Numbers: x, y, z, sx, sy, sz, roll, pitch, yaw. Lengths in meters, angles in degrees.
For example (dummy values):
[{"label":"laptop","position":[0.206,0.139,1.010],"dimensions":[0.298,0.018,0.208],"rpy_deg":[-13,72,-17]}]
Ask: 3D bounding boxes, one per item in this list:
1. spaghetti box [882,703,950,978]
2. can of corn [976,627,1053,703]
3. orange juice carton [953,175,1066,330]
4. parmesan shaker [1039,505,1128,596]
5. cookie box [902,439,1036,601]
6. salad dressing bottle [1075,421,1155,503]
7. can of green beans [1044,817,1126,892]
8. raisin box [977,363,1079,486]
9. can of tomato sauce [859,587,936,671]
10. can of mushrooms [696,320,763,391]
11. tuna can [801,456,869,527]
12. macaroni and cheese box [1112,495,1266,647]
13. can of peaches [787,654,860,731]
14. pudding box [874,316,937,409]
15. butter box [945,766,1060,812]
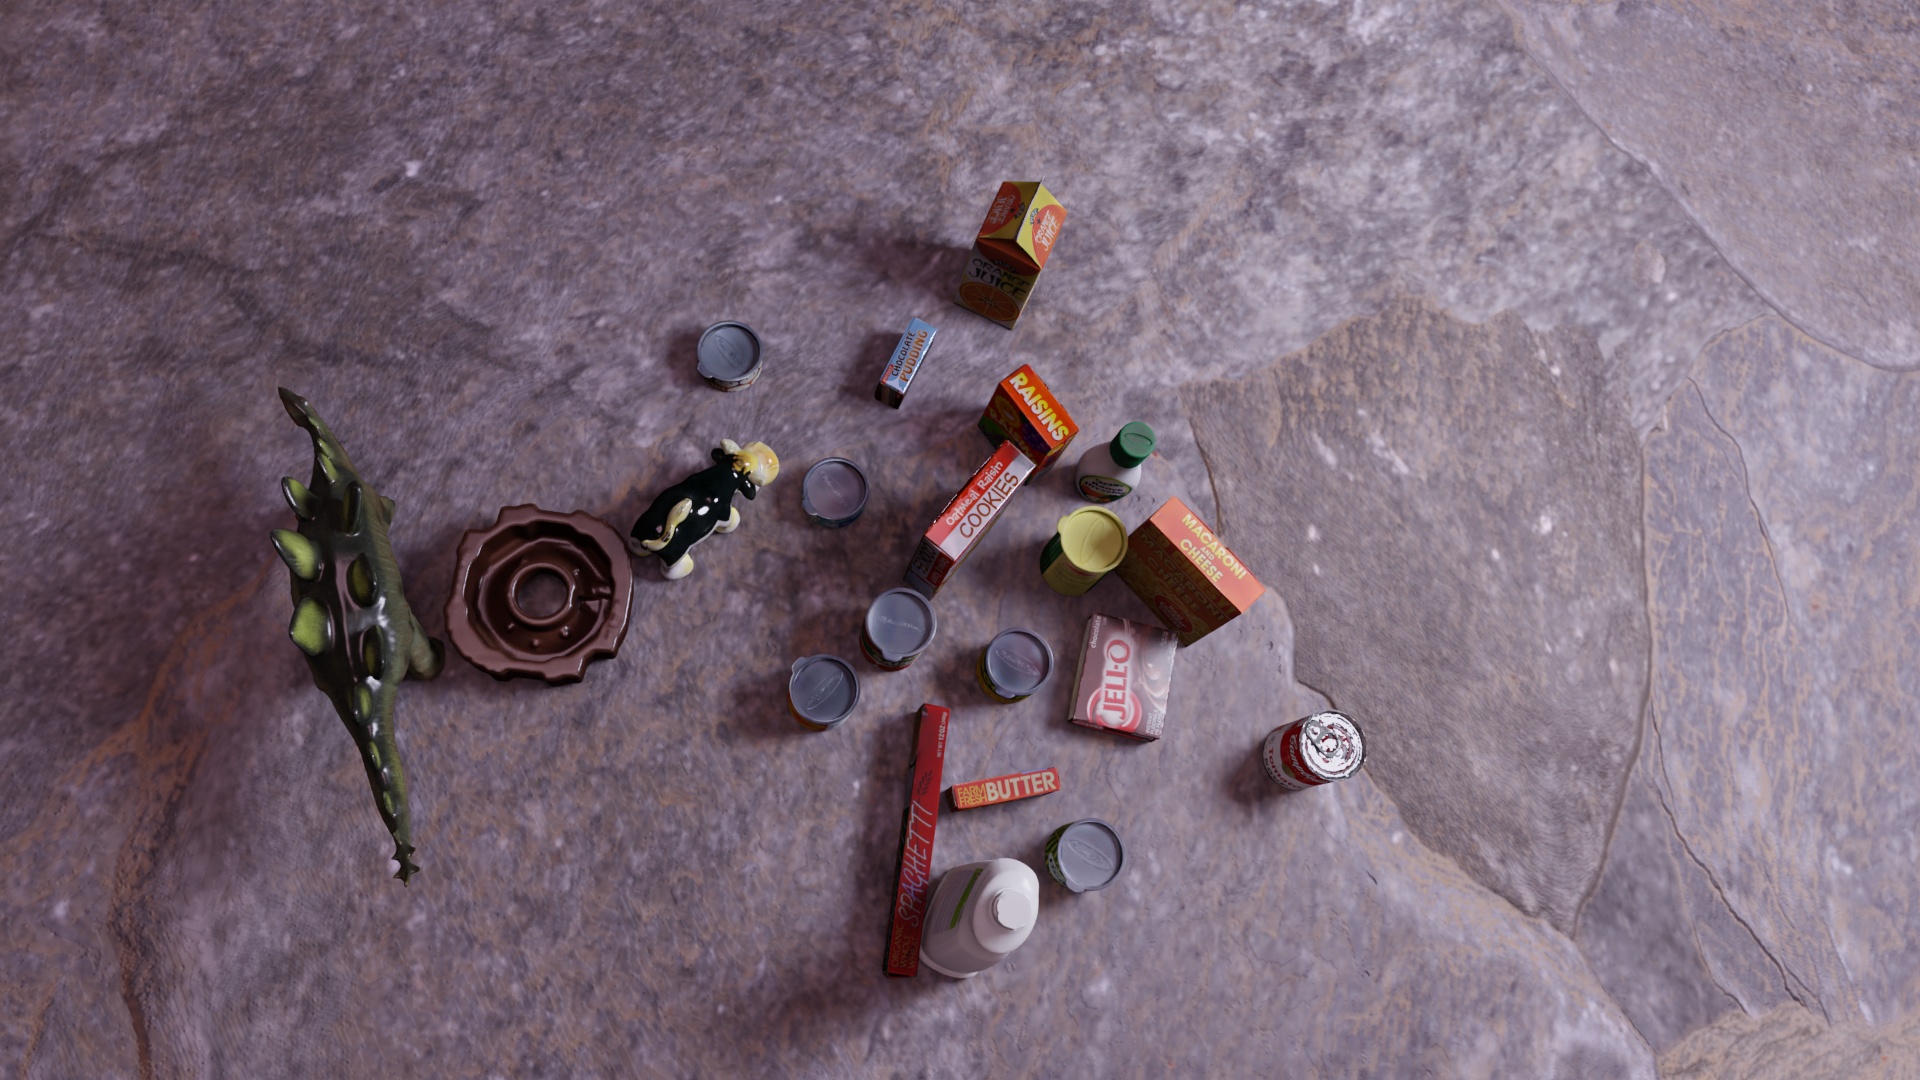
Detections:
[{"label":"spaghetti box","position":[-0.042,0.280,1.298],"dimensions":[0.029,0.050,0.250],"rpy_deg":[9,73,-7]},{"label":"can of corn","position":[0.051,0.125,1.353],"dimensions":[0.071,0.058,0.071],"rpy_deg":[2,74,-9]},{"label":"orange juice carton","position":[0.052,-0.293,1.401],"dimensions":[0.073,0.192,0.072],"rpy_deg":[25,72,-2]},{"label":"parmesan shaker","position":[0.118,0.010,1.373],"dimensions":[0.071,0.102,0.071],"rpy_deg":[2,74,-9]},{"label":"cookie box","position":[0.005,-0.017,1.328],"dimensions":[0.040,0.167,0.123],"rpy_deg":[39,72,3]},{"label":"salad dressing bottle","position":[0.155,-0.078,1.381],"dimensions":[0.064,0.147,0.044],"rpy_deg":[16,73,-5]},{"label":"can of green beans","position":[0.117,0.298,1.315],"dimensions":[0.071,0.057,0.071],"rpy_deg":[2,74,-9]},{"label":"raisin box","position":[0.067,-0.114,1.389],"dimensions":[0.040,0.123,0.086],"rpy_deg":[-35,83,-16]},{"label":"can of tomato sauce","position":[-0.062,0.089,1.331],"dimensions":[0.071,0.083,0.071],"rpy_deg":[2,74,-9]},{"label":"can of mushrooms","position":[-0.235,-0.185,1.406],"dimensions":[0.071,0.033,0.071],"rpy_deg":[2,74,-9]},{"label":"tuna can","position":[-0.127,-0.046,1.385],"dimensions":[0.071,0.032,0.071],"rpy_deg":[2,74,-9]},{"label":"macaroni and cheese box","position":[0.215,0.032,1.349],"dimensions":[0.040,0.166,0.124],"rpy_deg":[-42,85,-17]},{"label":"can of peaches","position":[-0.132,0.143,1.317],"dimensions":[0.071,0.058,0.071],"rpy_deg":[2,74,-9]},{"label":"pudding box","position":[-0.056,-0.183,1.426],"dimensions":[0.030,0.049,0.084],"rpy_deg":[27,72,-1]},{"label":"butter box","position":[0.040,0.237,1.322],"dimensions":[0.104,0.053,0.024],"rpy_deg":[-8,76,-12]}]
